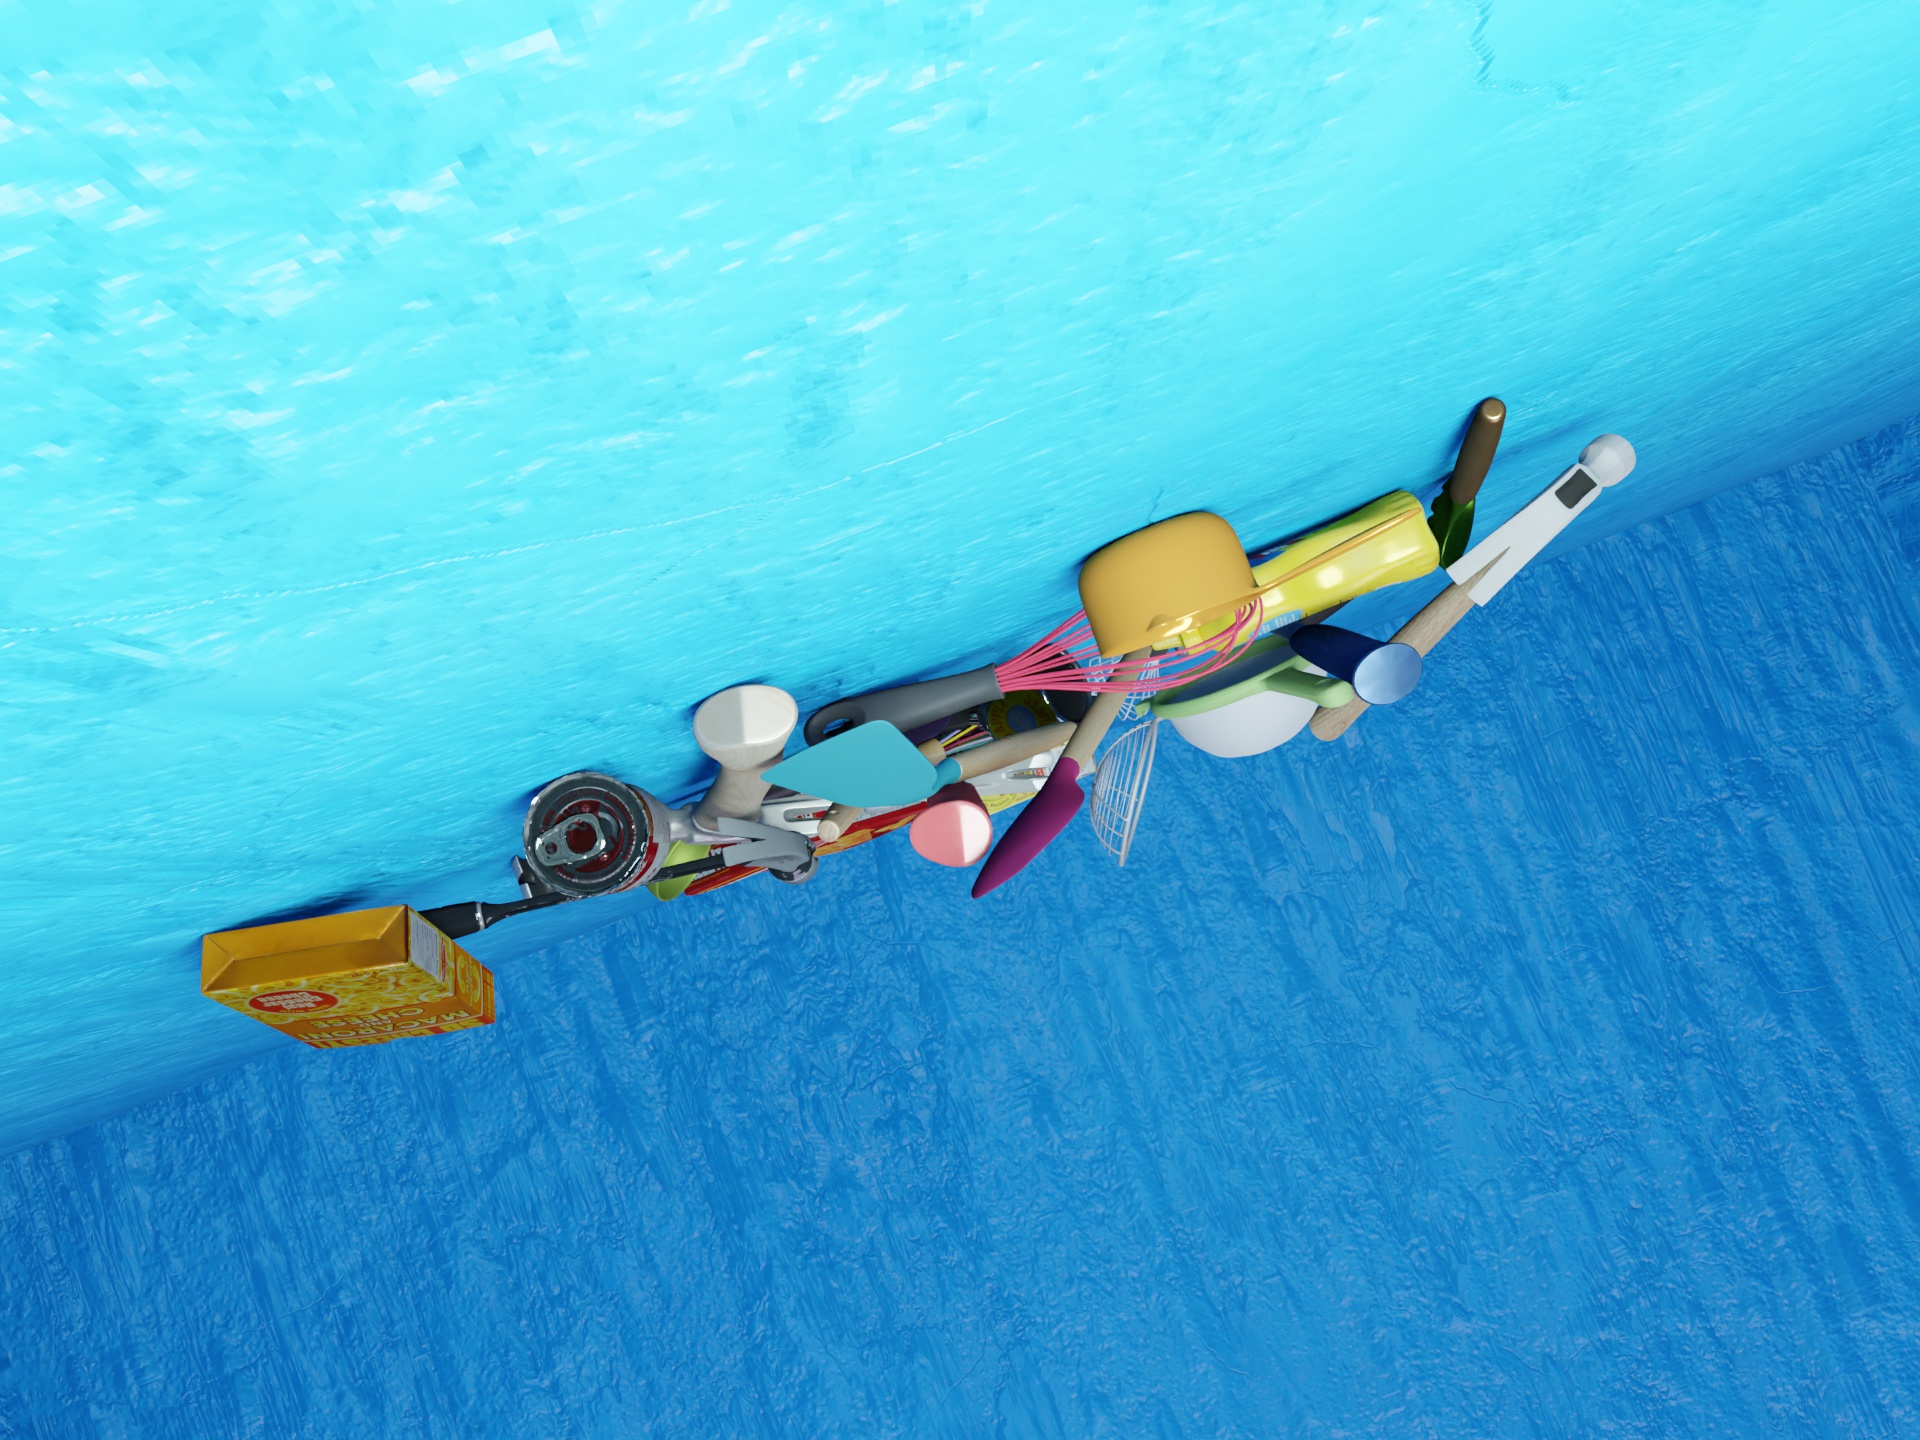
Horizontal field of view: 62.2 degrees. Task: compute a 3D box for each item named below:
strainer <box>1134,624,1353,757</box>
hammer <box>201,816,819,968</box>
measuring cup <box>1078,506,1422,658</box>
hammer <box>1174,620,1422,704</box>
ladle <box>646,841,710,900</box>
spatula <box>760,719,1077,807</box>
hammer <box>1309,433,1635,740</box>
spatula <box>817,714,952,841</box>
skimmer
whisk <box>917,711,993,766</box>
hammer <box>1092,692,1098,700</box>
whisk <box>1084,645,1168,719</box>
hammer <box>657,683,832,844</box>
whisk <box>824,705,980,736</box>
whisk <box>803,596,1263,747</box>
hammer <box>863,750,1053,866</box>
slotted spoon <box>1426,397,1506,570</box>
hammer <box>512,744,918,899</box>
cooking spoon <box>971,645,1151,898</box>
[{"bbox_3d":[0.237,-0.009,1.173,0.151,0.069,0.256,-26,-170,-7],"label":"strainer"},{"bbox_3d":[-0.304,0.127,1.055,0.409,0.036,0.149,-13,168,3],"label":"hammer"},{"bbox_3d":[0.139,-0.087,0.796,0.173,0.052,0.095,-25,174,21],"label":"measuring cup"},{"bbox_3d":[0.246,-0.063,1.120,0.144,0.035,0.405,-23,-170,2],"label":"hammer"},{"bbox_3d":[-0.139,0.066,1.317,0.320,0.062,0.078,-26,178,23],"label":"ladle"},{"bbox_3d":[0.003,0.015,0.944,0.082,0.044,0.317,-25,175,26],"label":"spatula"},{"bbox_3d":[0.326,-0.068,1.096,0.130,0.031,0.331,-36,169,-29],"label":"hammer"},{"bbox_3d":[-0.052,0.025,1.002,0.060,0.018,0.316,3,-167,7],"label":"spatula"},{"bbox_3d":[0.251,-0.018,1.337,0.363,0.090,0.127,-38,176,11],"label":"skimmer"},{"bbox_3d":[0.001,0.018,1.284,0.245,0.051,0.047,-27,-174,-23],"label":"whisk"},{"bbox_3d":[0.090,0.024,2.019,0.127,0.034,0.337,-20,175,-28],"label":"hammer"},{"bbox_3d":[0.147,-0.052,1.274,0.070,0.070,0.284,-20,170,-10],"label":"whisk"},{"bbox_3d":[-0.123,0.035,0.971,0.146,0.038,0.410,-5,170,-12],"label":"hammer"},{"bbox_3d":[-0.003,-0.004,1.194,0.239,0.055,0.055,-13,172,-34],"label":"whisk"},{"bbox_3d":[0.042,-0.031,0.983,0.296,0.073,0.073,-17,176,8],"label":"whisk"},{"bbox_3d":[0.005,0.053,1.047,0.149,0.037,0.359,-7,-177,-2],"label":"hammer"},{"bbox_3d":[0.302,-0.144,0.947,0.031,0.070,0.313,15,179,14],"label":"slotted spoon"},{"bbox_3d":[-0.188,0.068,1.226,0.335,0.035,0.146,-22,176,7],"label":"hammer"},{"bbox_3d":[0.071,0.017,0.951,0.068,0.017,0.319,-36,-172,32],"label":"cooking spoon"}]
